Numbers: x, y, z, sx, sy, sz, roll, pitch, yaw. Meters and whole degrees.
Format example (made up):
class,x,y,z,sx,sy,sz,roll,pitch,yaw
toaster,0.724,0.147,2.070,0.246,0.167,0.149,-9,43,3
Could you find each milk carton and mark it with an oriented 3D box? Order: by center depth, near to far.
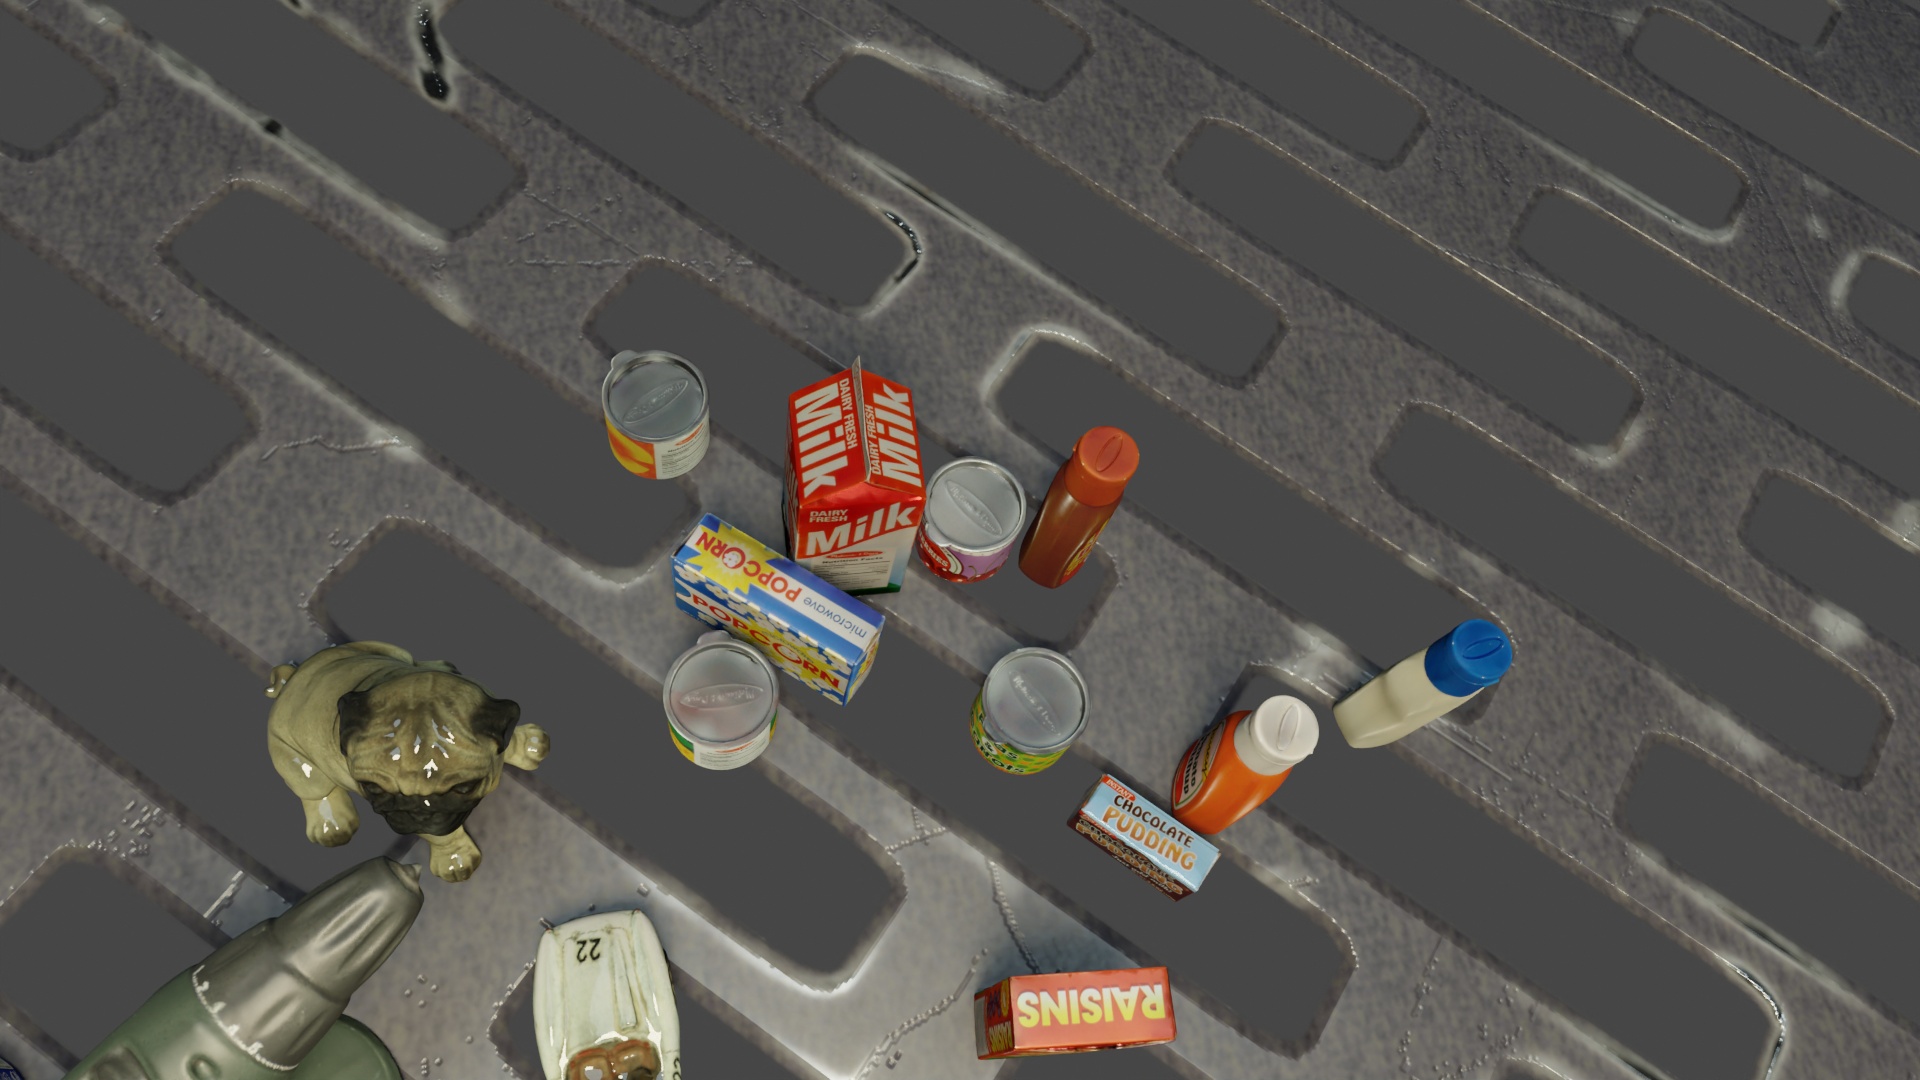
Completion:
class,x,y,z,sx,sy,sz,roll,pitch,yaw
milk carton,-0.065,-0.032,0.820,0.073,0.189,0.072,-4,68,-11

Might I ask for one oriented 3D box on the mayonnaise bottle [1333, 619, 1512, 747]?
class,x,y,z,sx,sy,sz,roll,pitch,yaw
mayonnaise bottle,0.284,0.088,0.848,0.065,0.147,0.041,-17,71,-15

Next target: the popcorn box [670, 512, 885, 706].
class,x,y,z,sx,sy,sz,roll,pitch,yaw
popcorn box,-0.110,0.044,0.838,0.127,0.085,0.038,30,66,4

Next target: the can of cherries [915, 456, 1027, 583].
class,x,y,z,sx,sy,sz,roll,pitch,yaw
can of cherries,0.003,-0.011,0.895,0.071,0.058,0.072,3,67,-8

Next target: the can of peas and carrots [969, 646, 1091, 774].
class,x,y,z,sx,sy,sz,roll,pitch,yaw
can of peas and carrots,0.040,0.107,0.850,0.071,0.058,0.071,3,67,-8

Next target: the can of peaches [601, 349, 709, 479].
class,x,y,z,sx,sy,sz,roll,pitch,yaw
can of peaches,-0.196,-0.082,0.893,0.071,0.057,0.071,3,67,-8

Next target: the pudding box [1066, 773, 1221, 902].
class,x,y,z,sx,sy,sz,roll,pitch,yaw
pudding box,0.109,0.179,0.835,0.084,0.049,0.030,35,67,6

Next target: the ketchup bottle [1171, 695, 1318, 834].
class,x,y,z,sx,sy,sz,roll,pitch,yaw
ketchup bottle,0.166,0.128,0.812,0.043,0.148,0.065,23,66,1

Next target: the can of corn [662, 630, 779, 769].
class,x,y,z,sx,sy,sz,roll,pitch,yaw
can of corn,-0.142,0.096,0.826,0.071,0.058,0.071,3,67,-8

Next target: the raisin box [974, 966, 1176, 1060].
class,x,y,z,sx,sy,sz,roll,pitch,yaw
raisin box,0.058,0.258,0.753,0.086,0.123,0.040,0,68,-9

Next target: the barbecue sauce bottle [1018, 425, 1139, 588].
class,x,y,z,sx,sy,sz,roll,pitch,yaw
barbecue sauce bottle,0.074,-0.023,0.862,0.044,0.148,0.065,32,66,5
